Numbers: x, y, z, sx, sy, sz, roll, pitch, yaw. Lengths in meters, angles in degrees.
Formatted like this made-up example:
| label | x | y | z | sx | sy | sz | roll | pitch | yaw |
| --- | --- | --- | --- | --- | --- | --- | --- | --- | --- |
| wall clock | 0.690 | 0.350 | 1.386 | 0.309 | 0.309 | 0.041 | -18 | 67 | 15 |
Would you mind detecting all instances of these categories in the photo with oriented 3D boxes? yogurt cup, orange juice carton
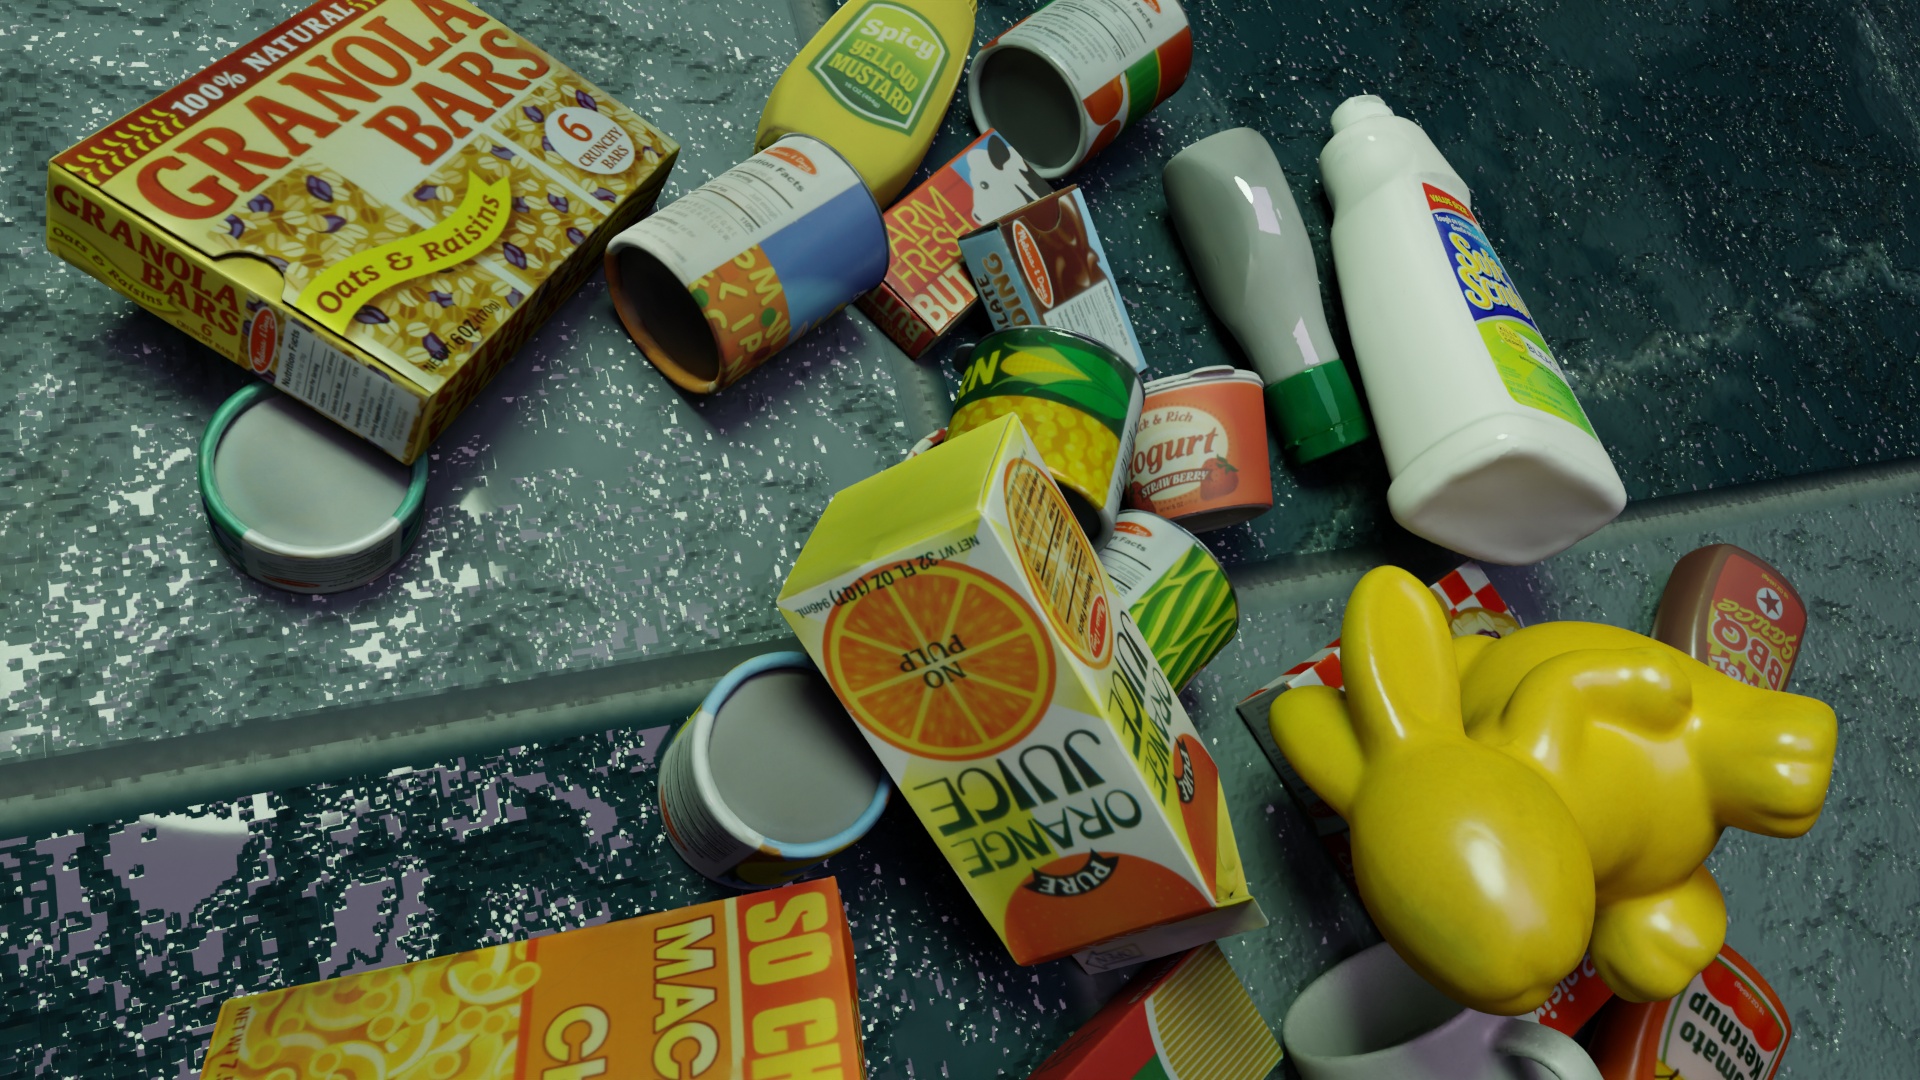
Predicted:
| label | x | y | z | sx | sy | sz | roll | pitch | yaw |
| --- | --- | --- | --- | --- | --- | --- | --- | --- | --- |
| yogurt cup | 0.093 | -0.033 | 0.559 | 0.072 | 0.072 | 0.054 | -6 | 79 | -25 |
| orange juice carton | 0.028 | 0.065 | 0.448 | 0.192 | 0.071 | 0.073 | 59 | 23 | -19 |

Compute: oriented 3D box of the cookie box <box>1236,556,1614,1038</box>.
| label | x | y | z | sx | sy | sz | roll | pitch | yaw |
| --- | --- | --- | --- | --- | --- | --- | --- | --- | --- |
| cookie box | 0.207 | 0.106 | 0.561 | 0.123 | 0.040 | 0.167 | -27 | 80 | -31 |

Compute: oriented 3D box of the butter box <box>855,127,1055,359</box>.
| label | x | y | z | sx | sy | sz | roll | pitch | yaw |
| --- | --- | --- | --- | --- | --- | --- | --- | --- | --- |
| butter box | -0.002 | -0.125 | 0.579 | 0.053 | 0.024 | 0.104 | 45 | 59 | -1 |

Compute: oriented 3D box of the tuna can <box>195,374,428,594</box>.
| label | x | y | z | sx | sy | sz | roll | pitch | yaw |
| --- | --- | --- | --- | --- | --- | --- | --- | --- | --- |
| tuna can | -0.205 | -0.021 | 0.441 | 0.071 | 0.032 | 0.071 | 9 | 66 | -20 |

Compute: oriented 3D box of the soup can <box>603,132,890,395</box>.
| label | x | y | z | sx | sy | sz | roll | pitch | yaw |
| --- | --- | --- | --- | --- | --- | --- | --- | --- | --- |
| soup can | -0.077 | -0.099 | 0.513 | 0.084 | 0.071 | 0.071 | -41 | 88 | -29 |

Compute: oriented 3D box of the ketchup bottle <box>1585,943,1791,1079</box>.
| label | x | y | z | sx | sy | sz | roll | pitch | yaw |
| --- | --- | --- | --- | --- | --- | --- | --- | --- | --- |
| ketchup bottle | 0.265 | 0.222 | 0.535 | 0.065 | 0.043 | 0.149 | 48 | 59 | 1 |

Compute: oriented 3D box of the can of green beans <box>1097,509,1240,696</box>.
| label | x | y | z | sx | sy | sz | roll | pitch | yaw |
| --- | --- | --- | --- | --- | --- | --- | --- | --- | --- |
| can of green beans | 0.060 | 0.032 | 0.515 | 0.071 | 0.071 | 0.058 | 48 | 59 | 2 |

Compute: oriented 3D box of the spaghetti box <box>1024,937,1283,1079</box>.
| label | x | y | z | sx | sy | sz | roll | pitch | yaw |
| --- | --- | --- | --- | --- | --- | --- | --- | --- | --- |
| spaghetti box | 0.017 | 0.197 | 0.403 | 0.251 | 0.028 | 0.050 | -23 | 78 | -48 |

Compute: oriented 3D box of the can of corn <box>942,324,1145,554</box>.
| label | x | y | z | sx | sy | sz | roll | pitch | yaw |
| --- | --- | --- | --- | --- | --- | --- | --- | --- | --- |
| can of corn | 0.025 | -0.033 | 0.488 | 0.071 | 0.071 | 0.058 | 23 | 61 | -13 |

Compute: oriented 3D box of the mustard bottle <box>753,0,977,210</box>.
| label | x | y | z | sx | sy | sz | roll | pitch | yaw |
| --- | --- | --- | --- | --- | --- | --- | --- | --- | --- |
| mustard bottle | -0.030 | -0.203 | 0.587 | 0.065 | 0.048 | 0.161 | 31 | 60 | -10 |

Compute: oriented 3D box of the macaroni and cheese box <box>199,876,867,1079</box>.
| label | x | y | z | sx | sy | sz | roll | pitch | yaw |
| --- | --- | --- | --- | --- | --- | --- | --- | --- | --- |
| macaroni and cheese box | -0.103 | 0.157 | 0.339 | 0.167 | 0.040 | 0.124 | -11 | 39 | -4 |

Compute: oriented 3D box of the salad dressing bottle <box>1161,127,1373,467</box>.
| label | x | y | z | sx | sy | sz | roll | pitch | yaw |
| --- | --- | --- | --- | --- | --- | --- | --- | --- | --- |
| salad dressing bottle | 0.137 | -0.106 | 0.614 | 0.044 | 0.064 | 0.147 | -20 | 86 | -17 |

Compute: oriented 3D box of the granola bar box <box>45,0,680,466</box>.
| label | x | y | z | sx | sy | sz | roll | pitch | yaw |
| --- | --- | --- | --- | --- | --- | --- | --- | --- | --- |
| granola bar box | -0.188 | -0.118 | 0.465 | 0.124 | 0.039 | 0.166 | 32 | 45 | -8 |

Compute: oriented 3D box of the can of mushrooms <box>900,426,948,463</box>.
| label | x | y | z | sx | sy | sz | roll | pitch | yaw |
| --- | --- | --- | --- | --- | --- | --- | --- | --- | --- |
| can of mushrooms | 0.002 | -0.007 | 0.525 | 0.071 | 0.033 | 0.071 | 9 | 65 | -21 |

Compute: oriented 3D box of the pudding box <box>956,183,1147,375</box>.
| label | x | y | z | sx | sy | sz | roll | pitch | yaw |
| --- | --- | --- | --- | --- | --- | --- | --- | --- | --- |
| pudding box | 0.039 | -0.096 | 0.563 | 0.050 | 0.030 | 0.083 | -34 | 108 | -34 |

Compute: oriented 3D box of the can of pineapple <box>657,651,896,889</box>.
| label | x | y | z | sx | sy | sz | roll | pitch | yaw |
| --- | --- | --- | --- | --- | --- | --- | --- | --- | --- |
| can of pineapple | -0.058 | 0.074 | 0.449 | 0.071 | 0.057 | 0.071 | 9 | 65 | -20 |

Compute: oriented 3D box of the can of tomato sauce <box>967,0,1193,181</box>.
| label | x | y | z | sx | sy | sz | roll | pitch | yaw |
| --- | --- | --- | --- | --- | --- | --- | --- | --- | --- |
| can of tomato sauce | 0.053 | -0.206 | 0.616 | 0.071 | 0.071 | 0.083 | 46 | 59 | 0 |

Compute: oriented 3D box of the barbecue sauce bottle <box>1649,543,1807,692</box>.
| label | x | y | z | sx | sy | sz | roll | pitch | yaw |
| --- | --- | --- | --- | --- | --- | --- | --- | --- | --- |
| barbecue sauce bottle | 0.339 | 0.072 | 0.632 | 0.065 | 0.043 | 0.149 | 40 | 59 | -4 |
